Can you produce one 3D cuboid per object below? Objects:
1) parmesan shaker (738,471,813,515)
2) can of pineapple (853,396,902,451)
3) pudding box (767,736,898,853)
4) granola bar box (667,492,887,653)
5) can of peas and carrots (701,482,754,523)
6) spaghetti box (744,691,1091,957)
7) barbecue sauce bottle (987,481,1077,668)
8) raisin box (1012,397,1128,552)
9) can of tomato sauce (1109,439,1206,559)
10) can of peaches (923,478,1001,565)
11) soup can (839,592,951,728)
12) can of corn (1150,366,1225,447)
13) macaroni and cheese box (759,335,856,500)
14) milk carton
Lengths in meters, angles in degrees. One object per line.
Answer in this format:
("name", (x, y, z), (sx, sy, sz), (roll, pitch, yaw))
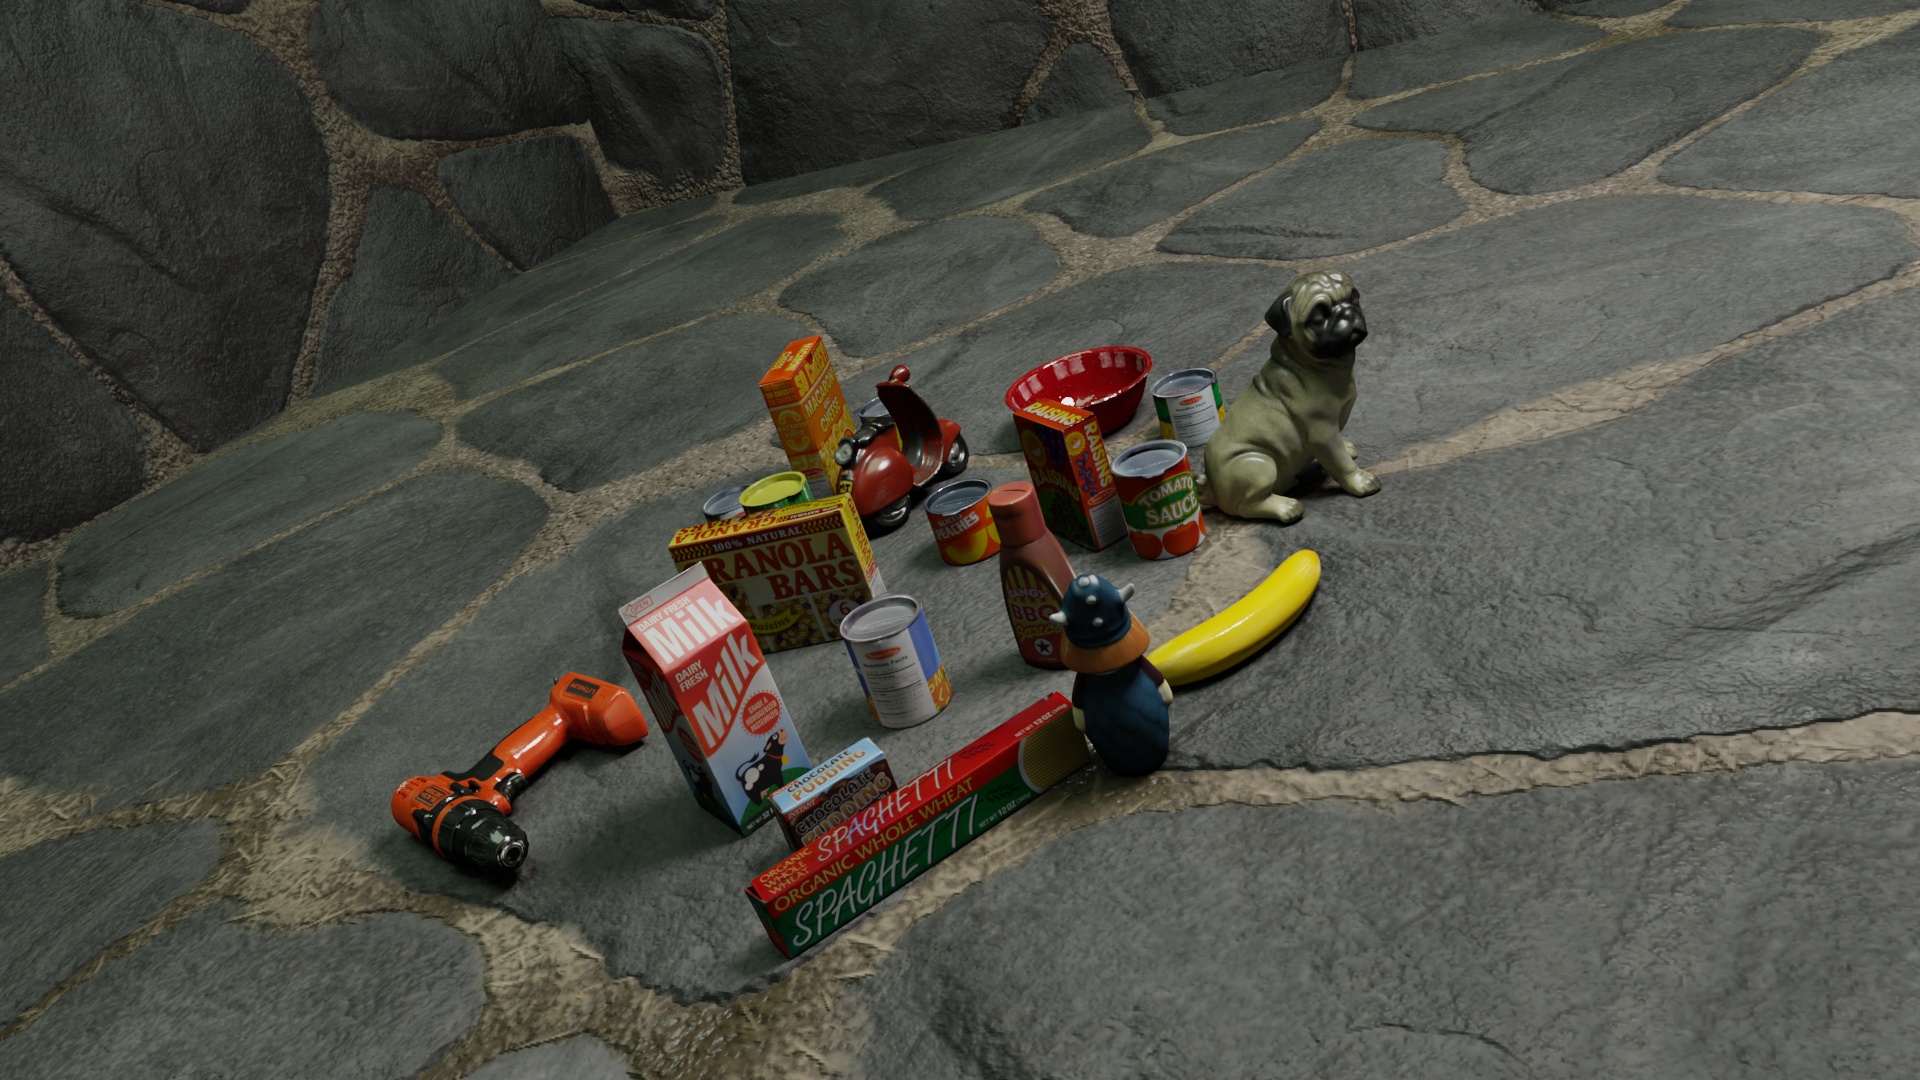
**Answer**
("parmesan shaker", (-0.162, -0.005, 1.334), (0.071, 0.102, 0.071), (-15, 25, 8))
("can of pineapple", (-0.078, -0.130, 1.582), (0.071, 0.057, 0.071), (-15, 25, 7))
("pudding box", (-0.087, 0.181, 0.970), (0.084, 0.049, 0.030), (-29, 27, -20))
("granola bar box", (-0.158, 0.035, 1.226), (0.165, 0.123, 0.039), (-12, 26, 14))
("can of peas and carrots", (-0.232, -0.021, 1.464), (0.071, 0.058, 0.071), (-15, 25, 7))
("spaghetti box", (-0.022, 0.185, 0.918), (0.251, 0.050, 0.029), (-29, 27, -22))
("barbecue sauce bottle", (0.058, 0.027, 1.066), (0.065, 0.148, 0.044), (-1, 30, 34))
("raisin box", (0.099, -0.060, 1.243), (0.040, 0.123, 0.086), (-28, 27, -19))
("can of tomato sauce", (0.171, -0.034, 1.189), (0.071, 0.082, 0.071), (-15, 25, 7))
("can of peaches", (0.005, -0.016, 1.295), (0.071, 0.057, 0.071), (-15, 25, 7))
("soup can", (-0.049, 0.093, 1.083), (0.071, 0.083, 0.071), (-15, 25, 7))
("can of corn", (0.227, -0.133, 1.379), (0.071, 0.058, 0.071), (-15, 25, 7))
("macaroni and cheese box", (-0.152, -0.119, 1.482), (0.040, 0.165, 0.124), (-11, 26, 16))
("milk carton", (-0.181, 0.112, 1.008), (0.072, 0.189, 0.073), (-33, 29, -28))
